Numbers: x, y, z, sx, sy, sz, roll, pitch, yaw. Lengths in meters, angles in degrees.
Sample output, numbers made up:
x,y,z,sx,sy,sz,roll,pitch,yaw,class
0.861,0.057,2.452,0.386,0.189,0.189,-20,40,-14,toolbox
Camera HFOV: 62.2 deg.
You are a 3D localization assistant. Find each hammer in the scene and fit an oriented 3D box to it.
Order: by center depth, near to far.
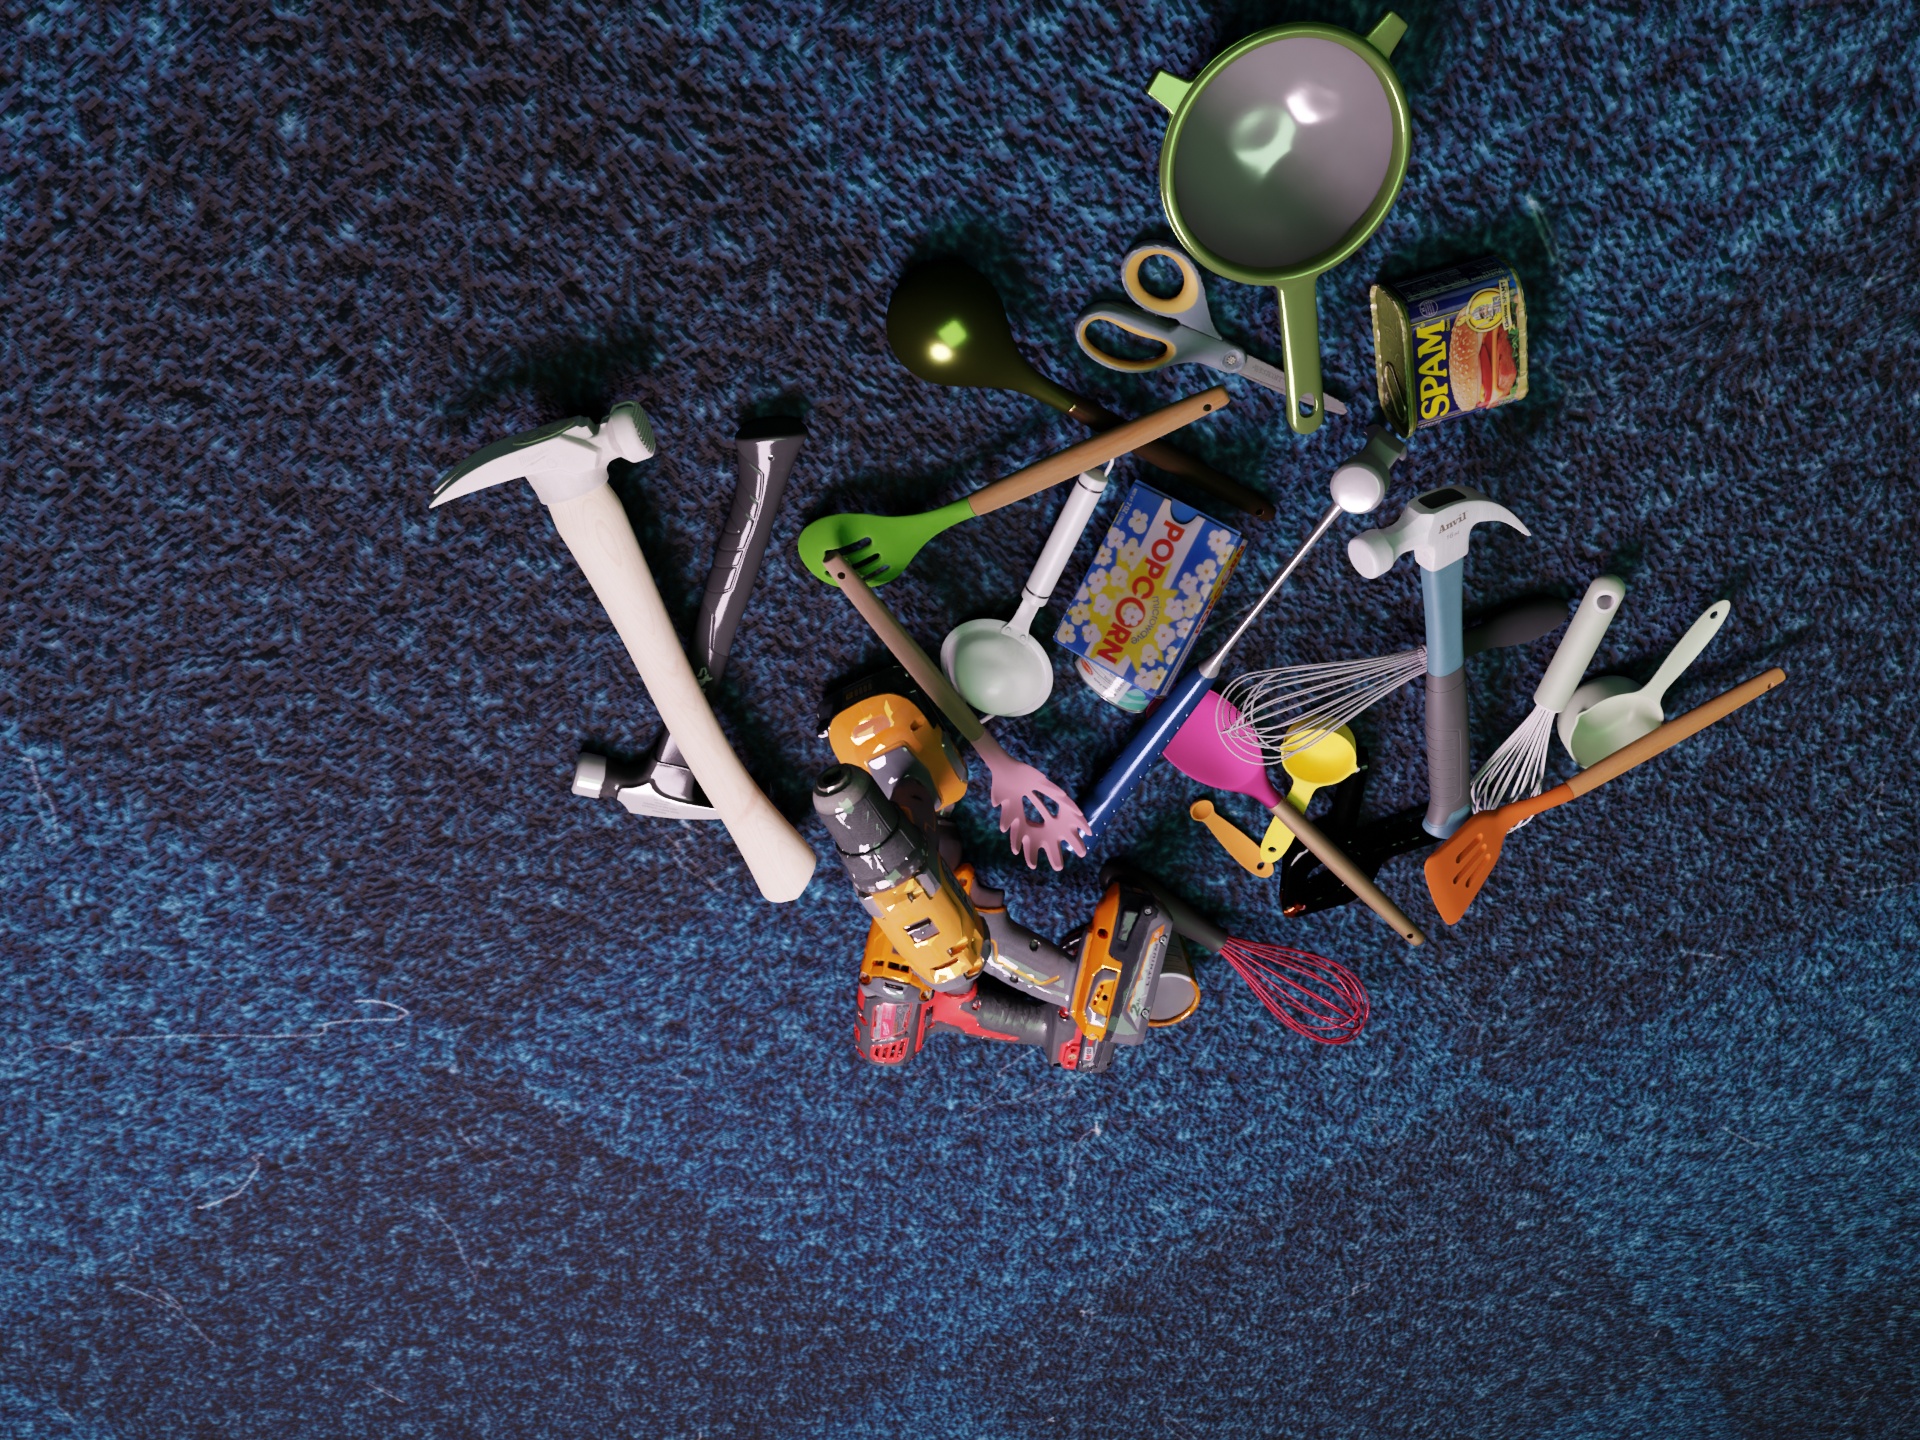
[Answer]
x,y,z,sx,sy,sz,roll,pitch,yaw,class
-0.208,-0.022,1.108,0.146,0.038,0.410,-17,125,7,hammer
-0.168,-0.063,1.126,0.146,0.035,0.334,13,123,-16,hammer
0.187,-0.047,1.145,0.035,0.144,0.405,38,125,4,hammer
0.348,-0.030,1.146,0.128,0.033,0.330,-29,134,-11,hammer

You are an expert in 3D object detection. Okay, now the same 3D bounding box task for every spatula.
x,y,z,sx,sy,sz,roll,pitch,yaw,class
0.499,0.048,1.235,0.322,0.041,0.080,-30,127,3,spatula

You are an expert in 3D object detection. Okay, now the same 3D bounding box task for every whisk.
x,y,z,sx,sy,sz,roll,pitch,yaw,class
0.324,-0.040,1.190,0.284,0.070,0.070,-20,127,-5,whisk
0.455,-0.008,1.237,0.058,0.059,0.246,18,124,5,whisk
0.235,0.195,1.356,0.295,0.073,0.073,31,117,-19,whisk

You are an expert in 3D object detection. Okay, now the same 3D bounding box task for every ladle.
x,y,z,sx,sy,sz,roll,pitch,yaw,class
0.090,-0.207,1.059,0.320,0.062,0.078,22,125,-30,ladle

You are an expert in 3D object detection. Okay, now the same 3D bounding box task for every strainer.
x,y,z,sx,sy,sz,roll,pitch,yaw,class
0.197,-0.302,0.980,0.151,0.069,0.256,-15,127,0,strainer
0.048,-0.083,1.123,0.087,0.050,0.258,27,124,1,strainer

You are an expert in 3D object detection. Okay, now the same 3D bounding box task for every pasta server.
x,y,z,sx,sy,sz,roll,pitch,yaw,class
-0.002,-0.004,1.138,0.060,0.040,0.315,-32,124,12,pasta server

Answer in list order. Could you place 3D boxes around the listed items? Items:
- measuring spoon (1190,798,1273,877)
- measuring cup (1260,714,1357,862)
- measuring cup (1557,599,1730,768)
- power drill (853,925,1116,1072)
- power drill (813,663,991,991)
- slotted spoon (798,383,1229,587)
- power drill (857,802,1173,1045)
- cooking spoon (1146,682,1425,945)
x,y,z,sx,sy,sz,roll,pitch,yaw,class
0.224,0.097,1.312,0.021,0.011,0.116,-43,124,10,measuring spoon
0.271,0.056,1.278,0.062,0.029,0.156,17,134,2,measuring cup
0.533,-0.035,1.241,0.083,0.038,0.167,21,119,-21,measuring cup
0.023,0.229,1.341,0.219,0.079,0.143,3,125,-6,power drill
-0.050,0.054,1.106,0.084,0.226,0.185,-25,125,10,power drill
0.030,-0.155,1.057,0.314,0.031,0.070,-21,134,19,slotted spoon
0.046,0.156,1.248,0.226,0.084,0.164,13,93,1,power drill
0.266,0.080,1.266,0.318,0.017,0.068,42,114,-17,cooking spoon
